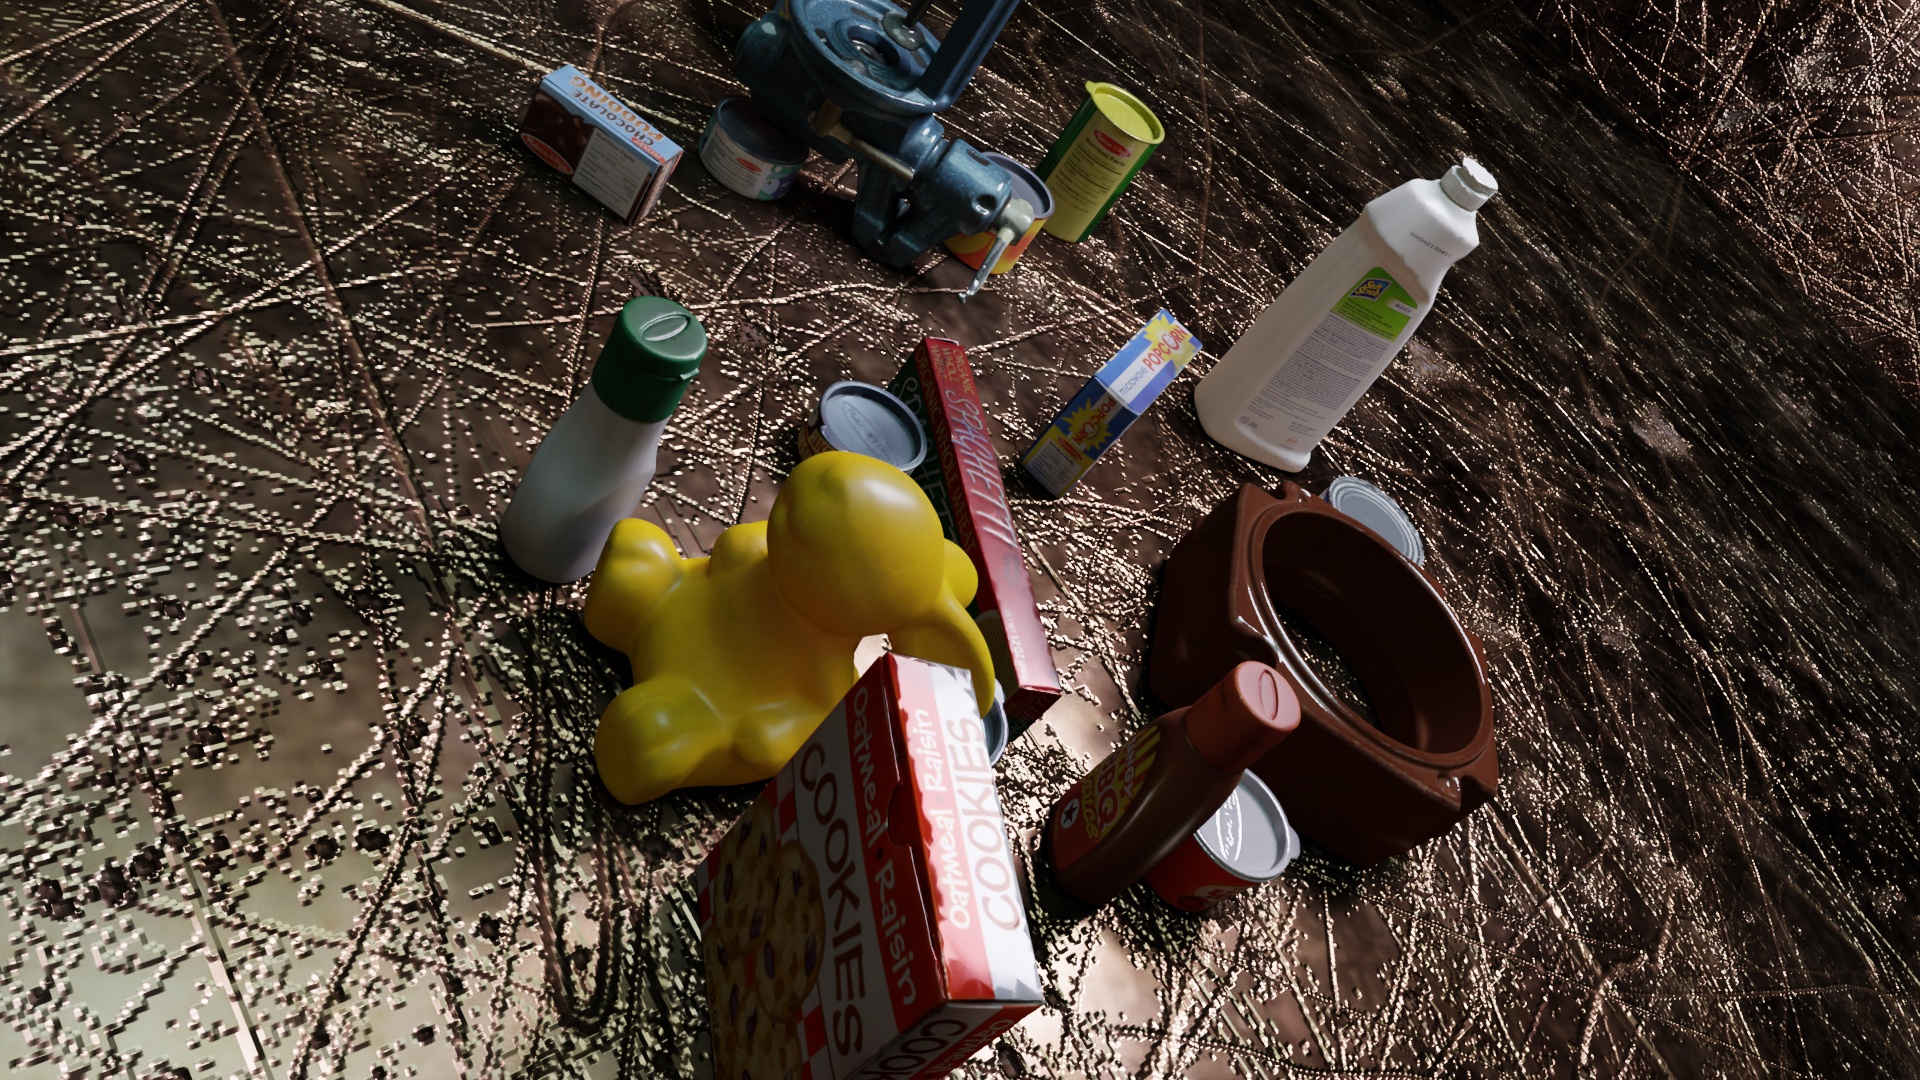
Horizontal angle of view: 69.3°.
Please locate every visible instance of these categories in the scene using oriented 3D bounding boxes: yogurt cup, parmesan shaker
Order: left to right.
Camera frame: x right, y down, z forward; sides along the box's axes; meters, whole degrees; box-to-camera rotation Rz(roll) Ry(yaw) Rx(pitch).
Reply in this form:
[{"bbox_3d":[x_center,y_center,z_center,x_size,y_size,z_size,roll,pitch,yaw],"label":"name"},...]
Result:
[{"bbox_3d":[0.097,-0.290,1.064,0.071,0.102,0.072,22,42,-21],"label":"parmesan shaker"},{"bbox_3d":[0.125,0.152,0.705,0.072,0.053,0.073,22,42,-21],"label":"yogurt cup"}]

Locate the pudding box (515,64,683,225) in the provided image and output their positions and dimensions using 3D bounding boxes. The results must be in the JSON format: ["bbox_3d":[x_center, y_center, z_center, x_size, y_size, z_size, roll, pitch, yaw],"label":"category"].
[{"bbox_3d":[-0.209,-0.229,0.805,0.083,0.049,0.030,36,39,-5],"label":"pudding box"}]

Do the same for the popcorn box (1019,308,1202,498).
[{"bbox_3d":[0.097,-0.088,0.887,0.038,0.084,0.127,42,39,2],"label":"popcorn box"}]

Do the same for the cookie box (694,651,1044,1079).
[{"bbox_3d":[-0.042,0.137,0.496,0.040,0.166,0.123,12,47,-31],"label":"cookie box"}]

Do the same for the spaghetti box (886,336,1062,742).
[{"bbox_3d":[0.003,-0.010,0.764,0.029,0.050,0.251,11,47,-31],"label":"spaghetti box"}]

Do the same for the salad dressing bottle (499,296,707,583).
[{"bbox_3d":[-0.152,-0.041,0.594,0.044,0.147,0.064,45,39,6],"label":"salad dressing bottle"}]

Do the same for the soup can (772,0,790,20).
[{"bbox_3d":[-0.103,-0.365,0.992,0.071,0.083,0.072,22,42,-21],"label":"soup can"}]

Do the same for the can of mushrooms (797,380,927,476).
[{"bbox_3d":[-0.057,-0.054,0.772,0.071,0.033,0.071,22,42,-21],"label":"can of mushrooms"}]

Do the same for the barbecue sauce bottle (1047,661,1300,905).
[{"bbox_3d":[0.097,0.111,0.647,0.043,0.147,0.065,28,40,-15],"label":"barbecue sauce bottle"}]

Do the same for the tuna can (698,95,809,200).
[{"bbox_3d":[-0.134,-0.256,0.904,0.071,0.032,0.071,22,42,-21],"label":"tuna can"}]

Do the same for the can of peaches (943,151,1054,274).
[{"bbox_3d":[0.022,-0.231,0.985,0.071,0.057,0.071,22,42,-21],"label":"can of peaches"}]

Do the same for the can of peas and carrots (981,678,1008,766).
[{"bbox_3d":[-0.019,0.092,0.644,0.071,0.058,0.071,22,42,-21],"label":"can of peas and carrots"}]
